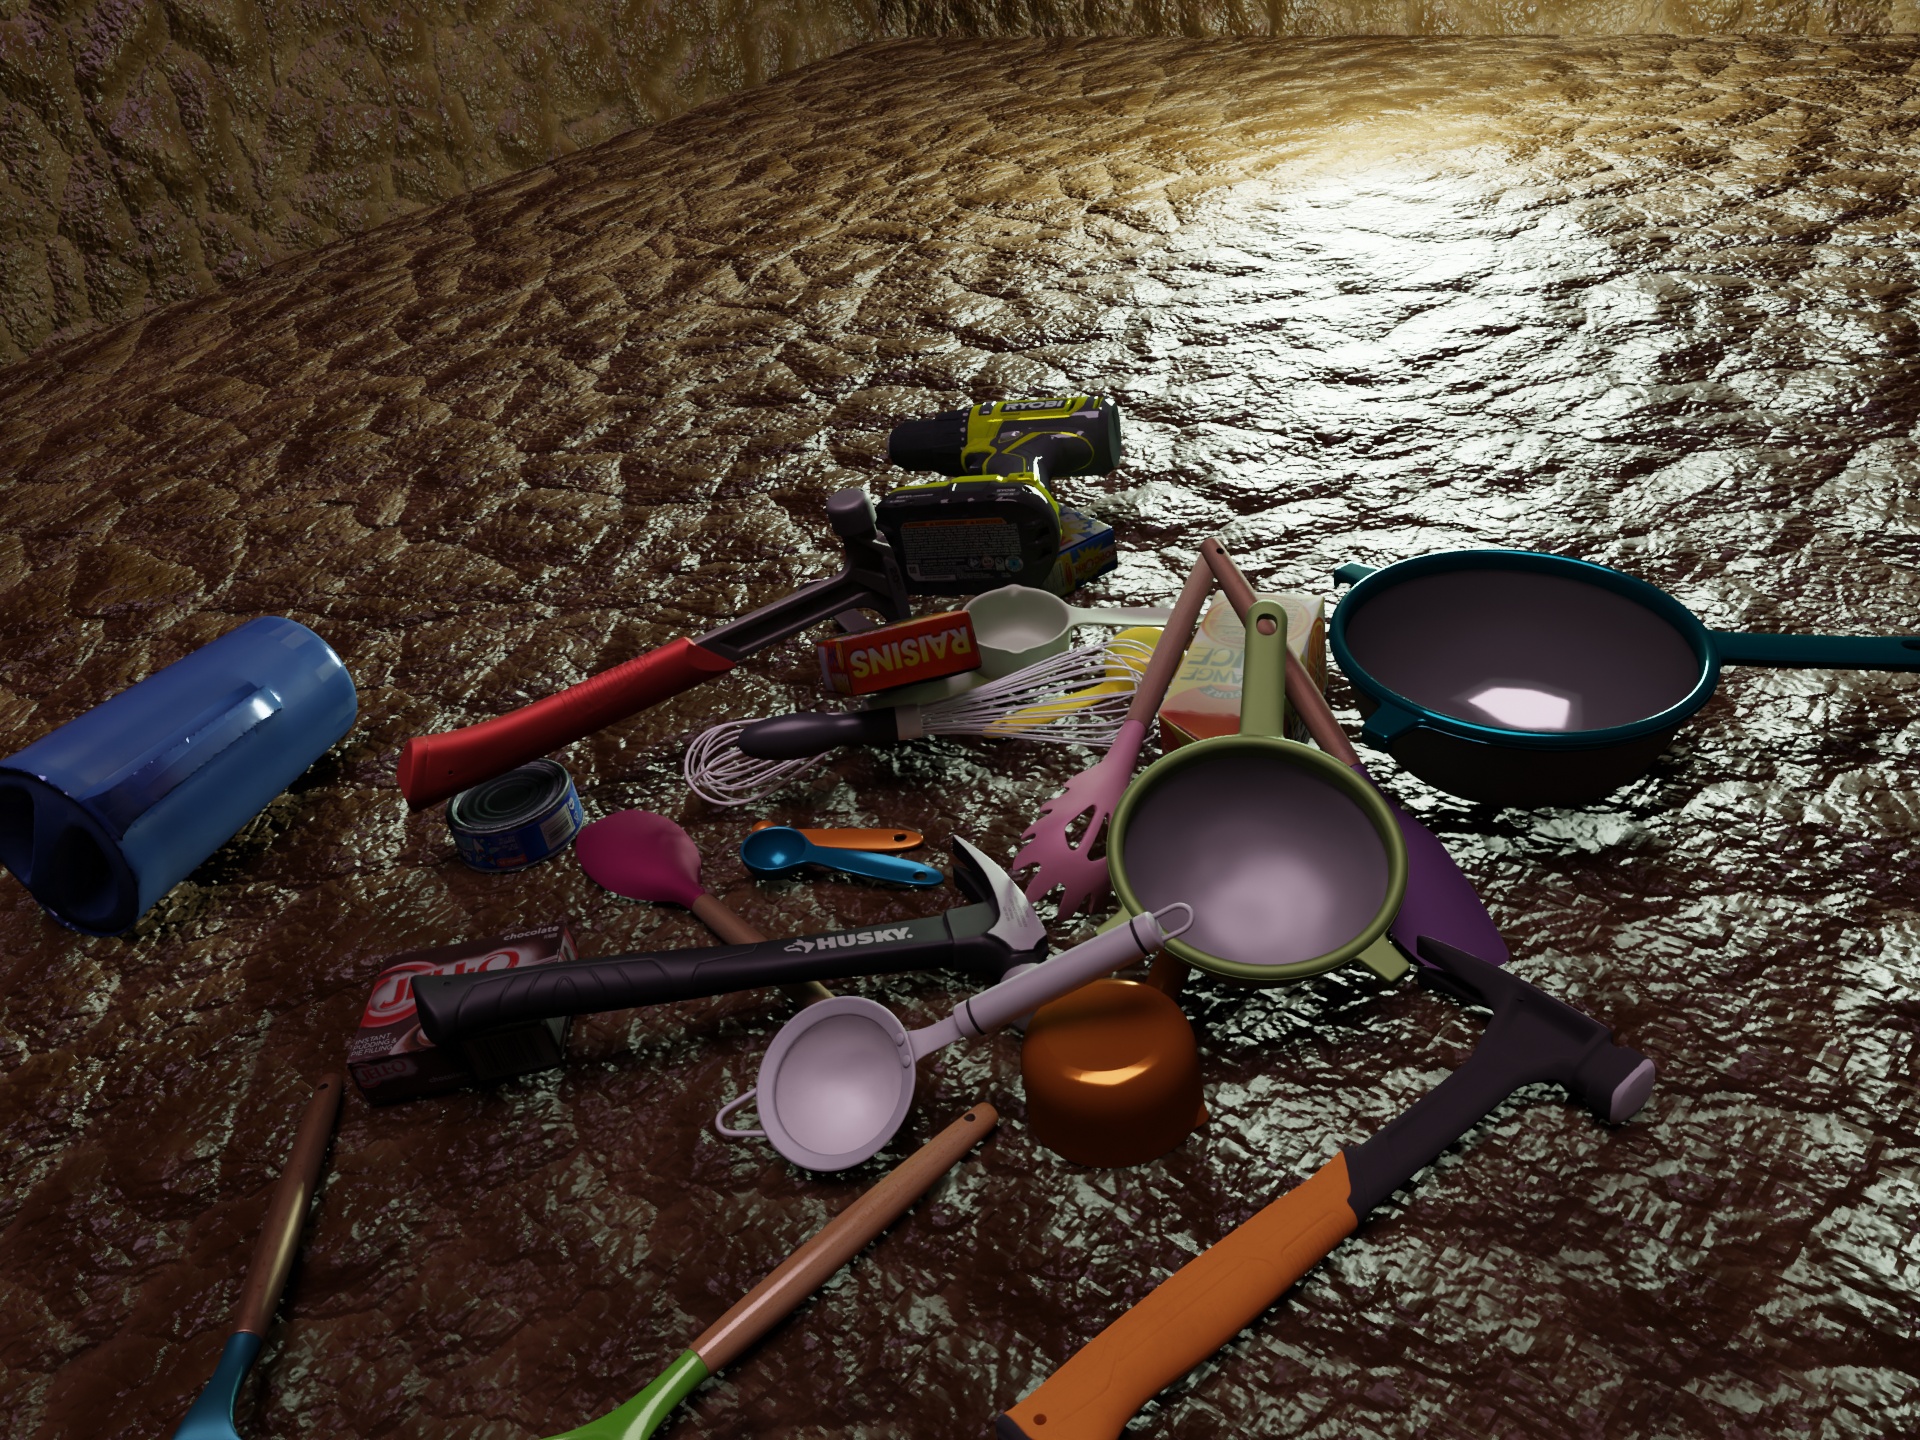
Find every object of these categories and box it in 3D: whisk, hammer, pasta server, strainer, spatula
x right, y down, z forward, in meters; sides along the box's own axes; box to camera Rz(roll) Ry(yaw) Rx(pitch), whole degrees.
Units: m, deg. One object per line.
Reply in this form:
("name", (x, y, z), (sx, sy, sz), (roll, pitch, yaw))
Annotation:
("whisk", (-0.001, -0.002, 1.024), (0.284, 0.070, 0.070), (-8, 33, -3))
("hammer", (-0.199, -0.023, 1.067), (0.359, 0.149, 0.037), (-26, 35, -17))
("pasta server", (0.112, -0.009, 0.977), (0.060, 0.040, 0.316), (31, 50, -2))
("strainer", (-0.001, 0.150, 0.770), (0.258, 0.050, 0.087), (-29, 56, 15))
("whisk", (-0.069, 0.000, 1.080), (0.246, 0.057, 0.059), (-19, 68, -18))
("strainer", (0.383, -0.011, 0.920), (0.340, 0.095, 0.211), (2, 34, 6))
("strainer", (0.159, 0.045, 0.859), (0.151, 0.069, 0.257), (5, 49, 8))
("hammer", (0.149, 0.212, 0.696), (0.337, 0.034, 0.127), (-29, 38, -26))
("spatula", (0.207, 0.010, 0.899), (0.059, 0.018, 0.316), (-12, 54, -17))
("spatula", (-0.327, 0.280, 0.746), (0.082, 0.044, 0.318), (-13, 28, -2))
("hammer", (-0.123, 0.130, 0.855), (0.334, 0.035, 0.146), (-6, 29, -8))

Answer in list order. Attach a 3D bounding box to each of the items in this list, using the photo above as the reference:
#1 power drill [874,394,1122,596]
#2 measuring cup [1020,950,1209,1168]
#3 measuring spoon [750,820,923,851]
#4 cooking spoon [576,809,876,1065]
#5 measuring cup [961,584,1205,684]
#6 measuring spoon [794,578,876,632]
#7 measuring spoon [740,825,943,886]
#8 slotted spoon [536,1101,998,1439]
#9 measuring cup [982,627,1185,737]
("power drill", (0.013, -0.184, 1.231), (0.190, 0.080, 0.229), (0, 33, 17))
("measuring cup", (0.089, 0.142, 0.801), (0.095, 0.052, 0.174), (6, 39, 25))
("measuring spoon", (-0.079, 0.071, 0.998), (0.117, 0.011, 0.021), (1, 35, 18))
("cooking spoon", (-0.138, 0.119, 0.936), (0.069, 0.017, 0.319), (-26, 36, -30))
("measuring cup", (0.083, -0.056, 1.086), (0.167, 0.038, 0.083), (-1, 38, 0))
("measuring spoon", (-0.088, -0.075, 1.226), (0.034, 0.018, 0.124), (-27, 43, -23))
("measuring spoon", (-0.072, 0.092, 0.967), (0.128, 0.021, 0.042), (9, 36, 13))
("slotted spoon", (-0.093, 0.265, 0.695), (0.070, 0.031, 0.314), (22, 43, 40))
("measuring cup", (0.083, -0.026, 1.080), (0.156, 0.029, 0.062), (-21, 34, -18))
